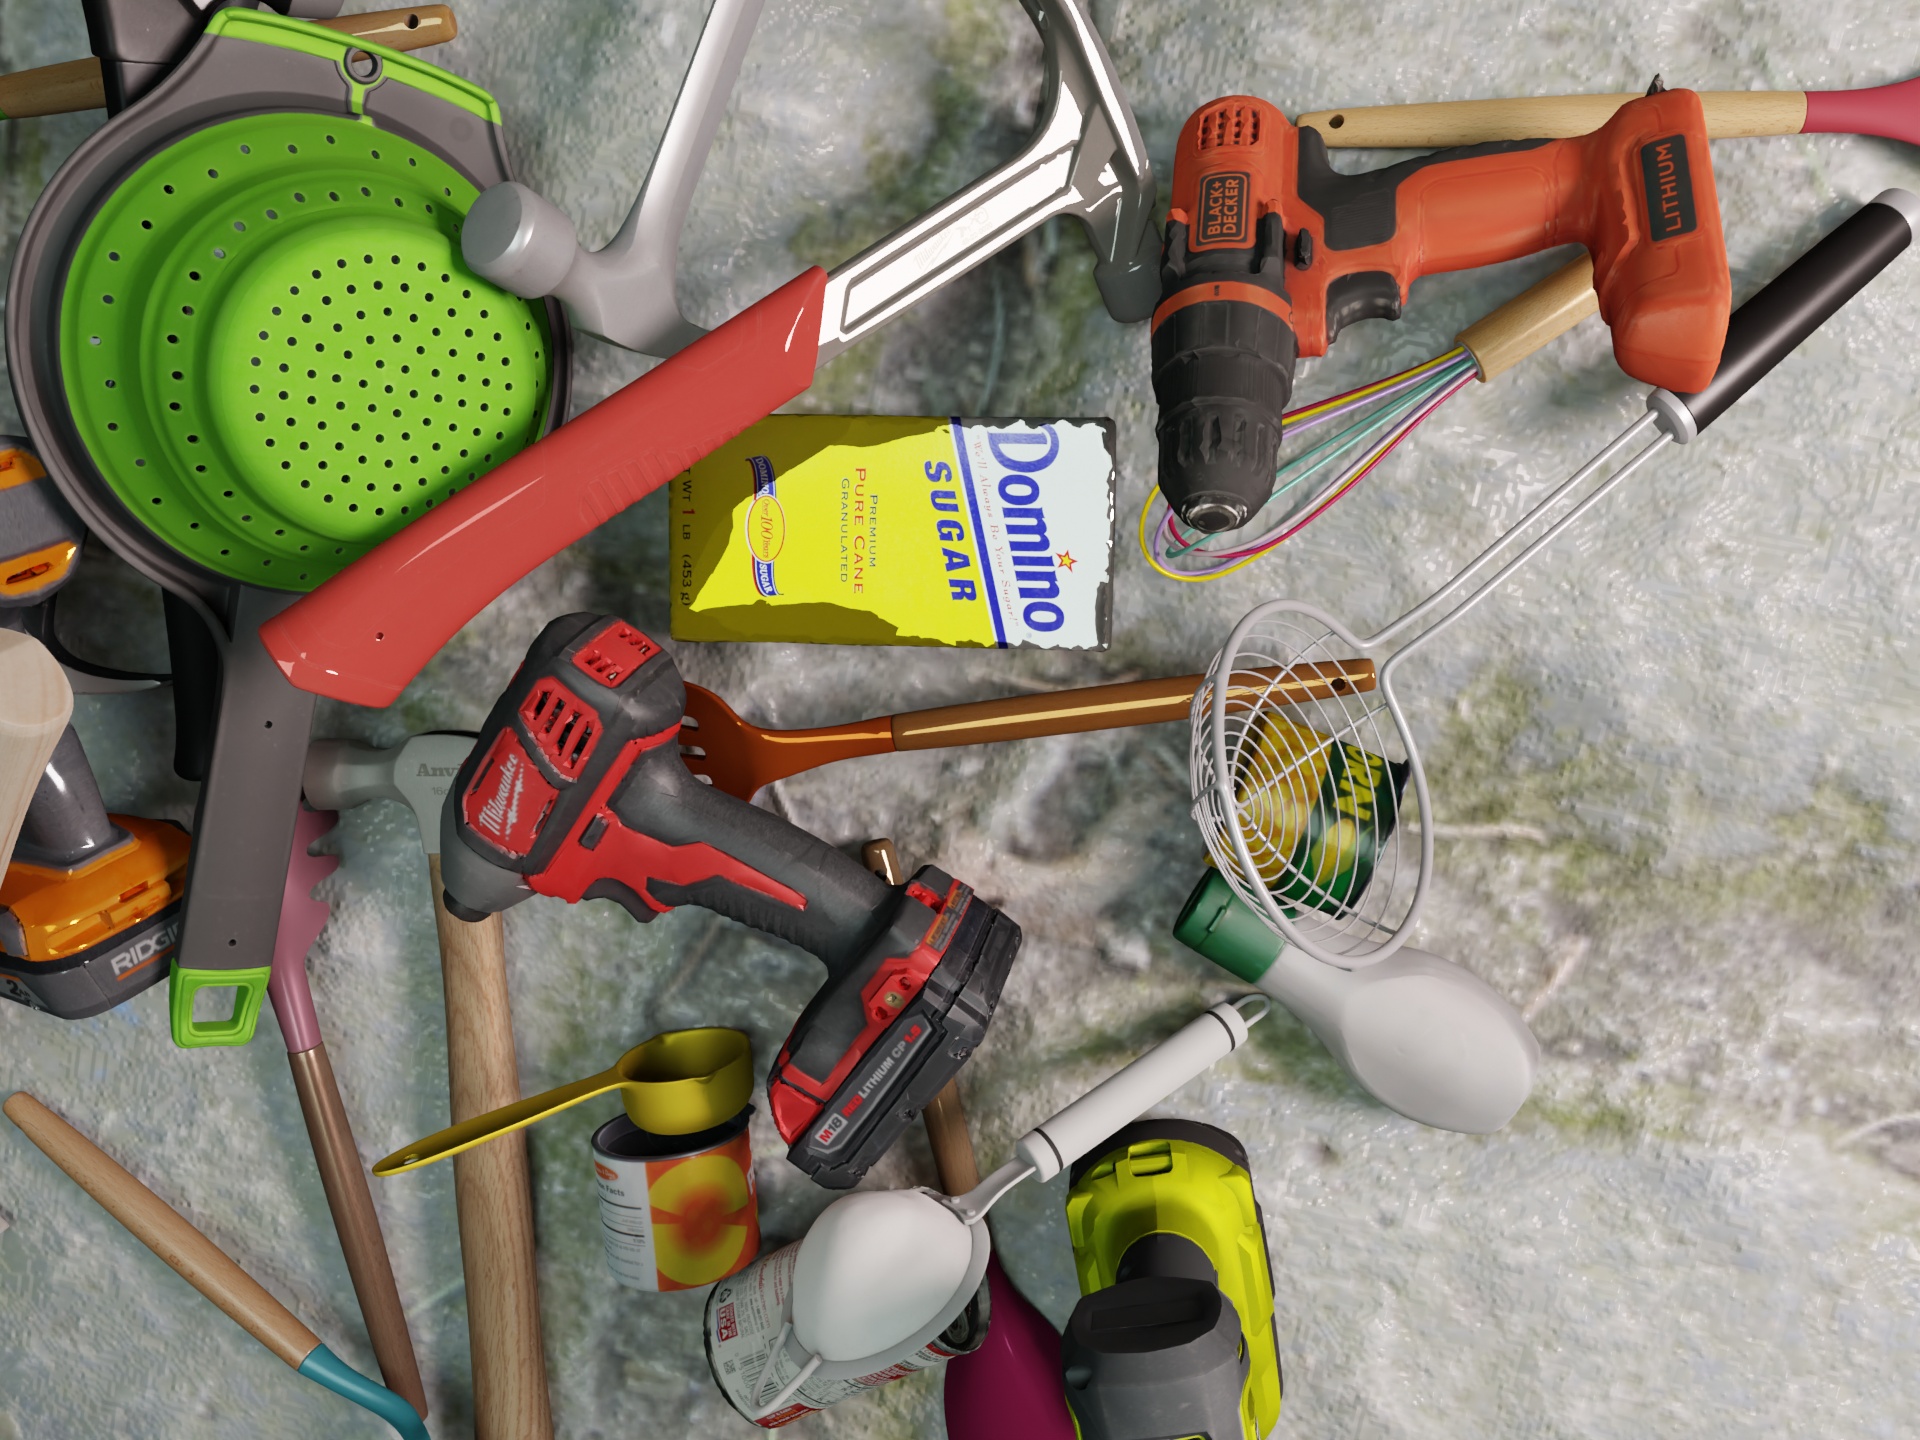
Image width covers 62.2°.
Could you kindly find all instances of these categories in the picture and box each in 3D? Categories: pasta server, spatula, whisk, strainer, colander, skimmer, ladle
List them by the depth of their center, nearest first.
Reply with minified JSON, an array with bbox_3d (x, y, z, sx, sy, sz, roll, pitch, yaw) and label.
[{"bbox_3d":[0.222,-0.065,0.552,0.363,0.090,0.127,-41,110,-4],"label":"skimmer"},{"bbox_3d":[-0.239,-0.047,0.587,0.204,0.095,0.397,5,103,-39],"label":"colander"},{"bbox_3d":[0.285,-0.225,0.592,0.315,0.031,0.069,1,84,8],"label":"ladle"},{"bbox_3d":[0.175,-0.129,0.610,0.245,0.051,0.047,-32,87,6],"label":"whisk"},{"bbox_3d":[0.022,0.170,0.613,0.258,0.087,0.050,-28,111,-24],"label":"strainer"},{"bbox_3d":[-0.001,-0.002,0.634,0.322,0.041,0.081,-7,111,9],"label":"spatula"},{"bbox_3d":[-0.316,0.274,0.705,0.317,0.044,0.082,37,142,8],"label":"spatula"},{"bbox_3d":[-0.281,0.167,0.709,0.060,0.040,0.316,-10,100,8],"label":"pasta server"}]

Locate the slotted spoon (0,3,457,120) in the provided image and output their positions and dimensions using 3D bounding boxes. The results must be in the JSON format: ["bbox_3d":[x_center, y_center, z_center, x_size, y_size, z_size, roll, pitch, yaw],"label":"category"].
[{"bbox_3d":[-0.352,-0.248,0.628,0.314,0.031,0.070,-9,97,3],"label":"slotted spoon"}]

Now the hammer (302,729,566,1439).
[{"bbox_3d":[-0.205,0.168,0.696,0.130,0.031,0.331,-2,97,7],"label":"hammer"}]

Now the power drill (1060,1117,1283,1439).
[{"bbox_3d":[0.081,0.254,0.577,0.080,0.223,0.171,-10,96,8],"label":"power drill"}]

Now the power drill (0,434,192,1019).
[{"bbox_3d":[-0.396,-0.005,0.634,0.164,0.084,0.226,8,118,29],"label":"power drill"}]

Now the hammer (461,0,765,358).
[{"bbox_3d":[-0.054,-0.326,0.585,0.035,0.144,0.405,21,91,32],"label":"hammer"}]

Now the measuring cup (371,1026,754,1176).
[{"bbox_3d":[-0.157,0.165,0.649,0.156,0.062,0.029,-16,104,-26],"label":"measuring cup"}]

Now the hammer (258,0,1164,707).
[{"bbox_3d":[-0.087,-0.128,0.561,0.359,0.037,0.149,-35,118,-10],"label":"hammer"}]

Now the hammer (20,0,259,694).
[{"bbox_3d":[-0.339,-0.201,0.662,0.149,0.036,0.409,23,99,2],"label":"hammer"}]

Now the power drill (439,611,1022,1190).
[{"bbox_3d":[-0.099,0.073,0.617,0.219,0.078,0.143,37,116,-2],"label":"power drill"}]

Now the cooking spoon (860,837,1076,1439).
[{"bbox_3d":[0.001,0.204,0.683,0.069,0.017,0.319,-13,96,10],"label":"cooking spoon"}]

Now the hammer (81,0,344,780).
[{"bbox_3d":[-0.305,-0.128,0.611,0.035,0.146,0.334,30,124,39],"label":"hammer"}]

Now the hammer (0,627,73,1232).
[{"bbox_3d":[-0.391,0.097,0.604,0.146,0.038,0.410,48,131,-1],"label":"hammer"}]
